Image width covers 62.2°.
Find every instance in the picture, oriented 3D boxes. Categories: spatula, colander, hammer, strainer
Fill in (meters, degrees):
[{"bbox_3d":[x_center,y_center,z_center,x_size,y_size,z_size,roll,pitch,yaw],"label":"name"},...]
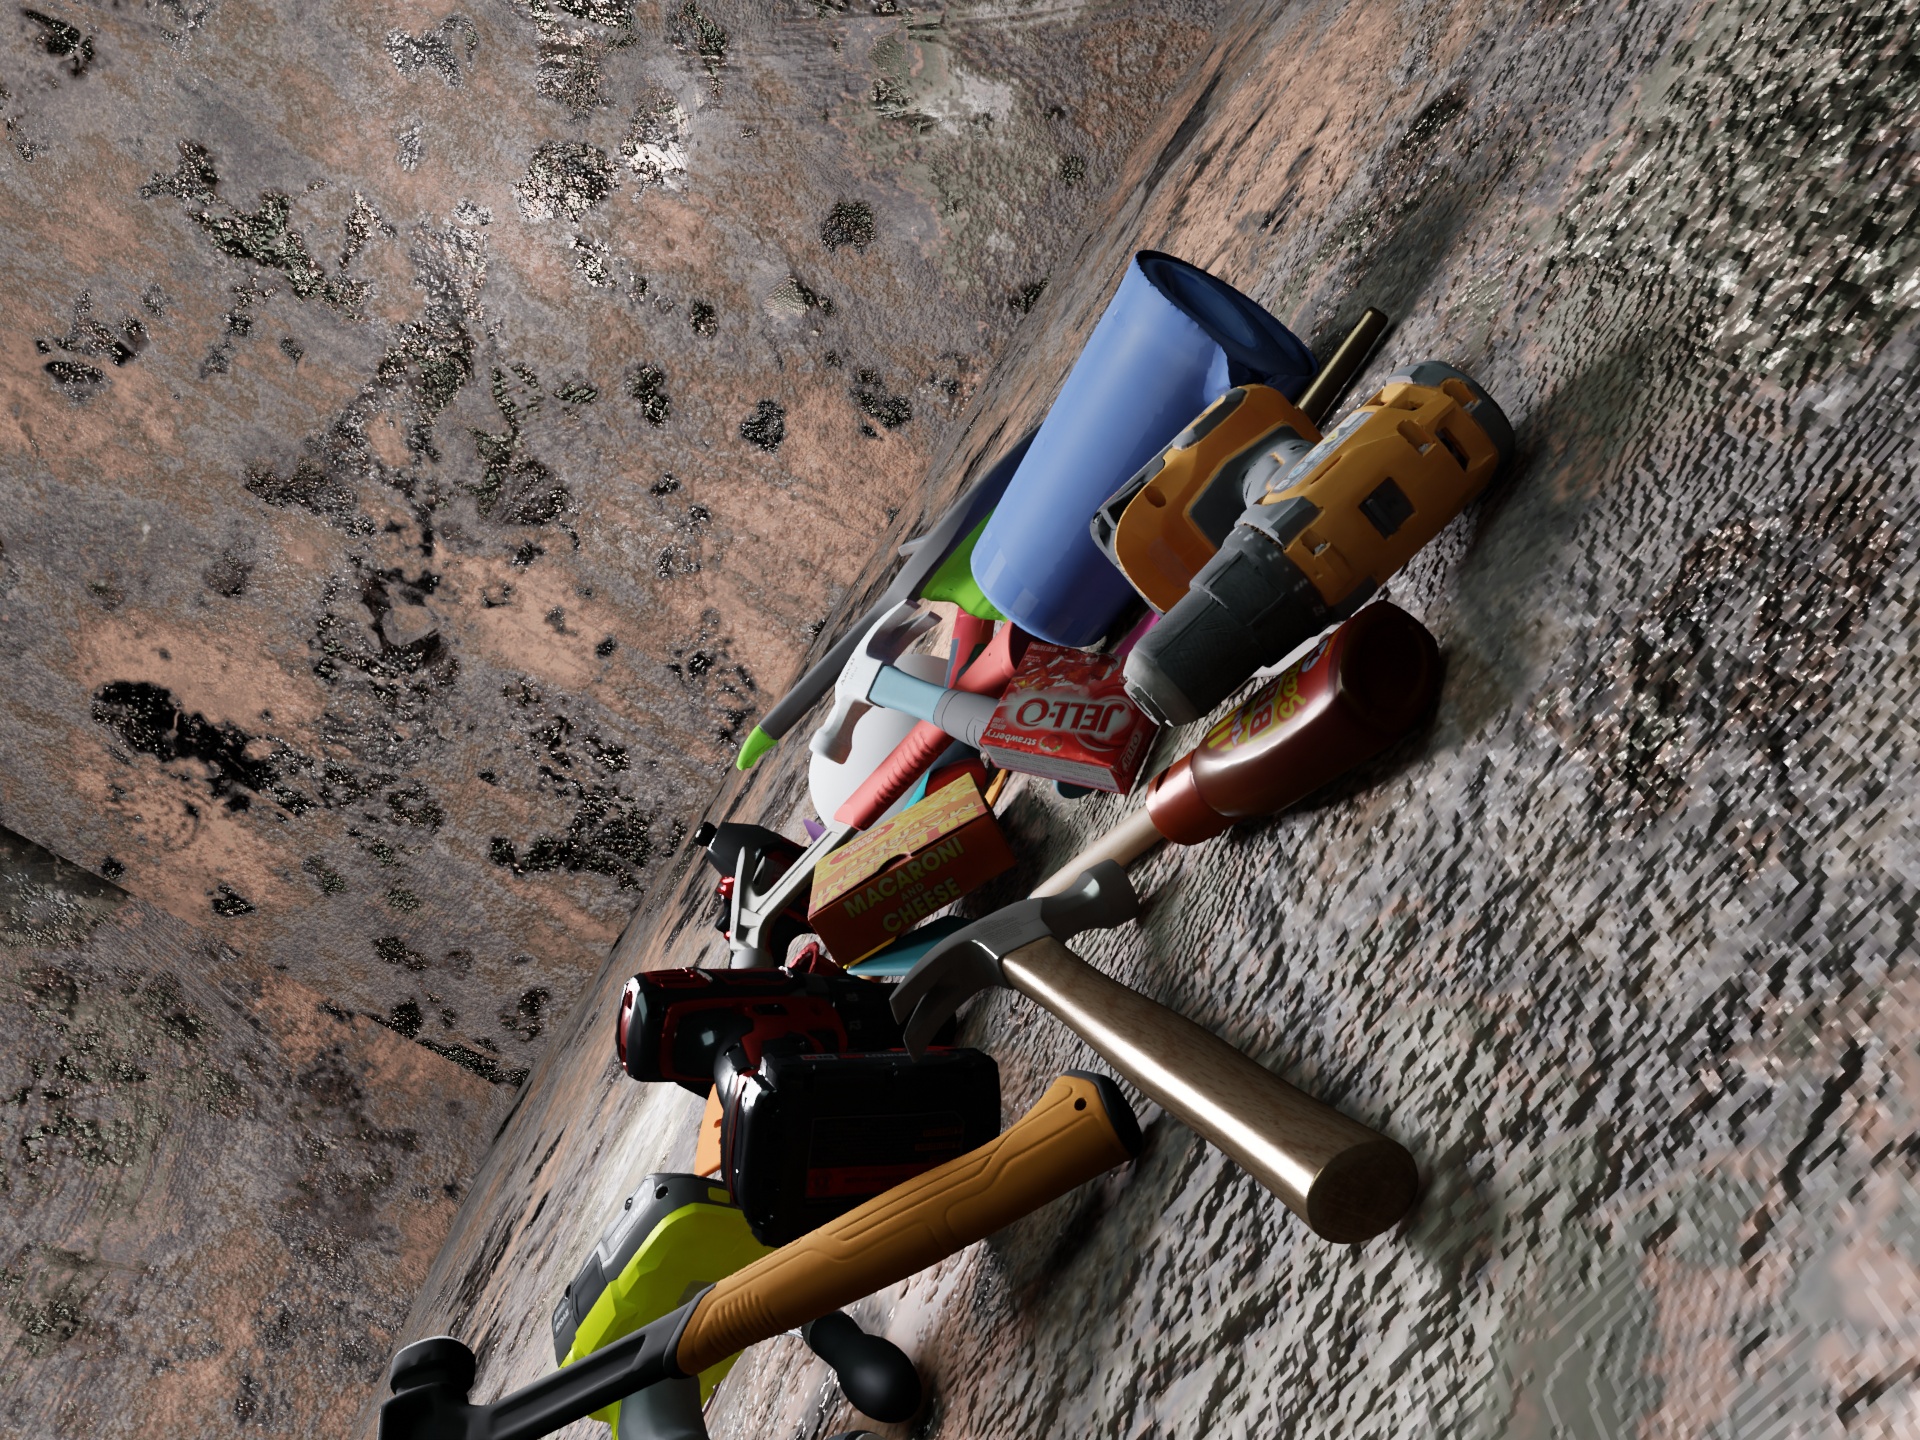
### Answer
[{"bbox_3d":[-0.120,0.236,1.107,0.322,0.041,0.081,125,158,-49],"label":"spatula"},{"bbox_3d":[-0.009,-0.081,1.228,0.397,0.094,0.204,-45,-1,4],"label":"colander"},{"bbox_3d":[-0.006,-0.056,1.308,0.143,0.038,0.387,-13,34,17],"label":"hammer"},{"bbox_3d":[0.048,0.077,0.826,0.082,0.044,0.317,-24,-13,-41],"label":"spatula"},{"bbox_3d":[0.062,0.117,0.592,0.130,0.031,0.331,-24,11,-13],"label":"hammer"},{"bbox_3d":[-0.080,0.233,0.618,0.337,0.034,0.127,-29,34,5],"label":"hammer"},{"bbox_3d":[-0.095,0.032,1.450,0.211,0.095,0.340,-63,13,-23],"label":"strainer"},{"bbox_3d":[-0.126,0.120,1.444,0.018,0.060,0.316,-49,0,-13],"label":"spatula"},{"bbox_3d":[-0.002,-0.003,1.039,0.331,0.033,0.128,21,85,60],"label":"hammer"},{"bbox_3d":[-0.060,0.047,1.169,0.359,0.036,0.149,-47,27,27],"label":"hammer"}]

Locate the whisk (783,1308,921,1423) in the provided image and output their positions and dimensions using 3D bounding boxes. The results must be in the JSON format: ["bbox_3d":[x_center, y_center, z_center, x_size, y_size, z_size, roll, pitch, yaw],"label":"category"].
[{"bbox_3d":[-0.075,0.289,0.780,0.070,0.070,0.284,-62,16,-15],"label":"whisk"}]

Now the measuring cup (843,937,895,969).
[{"bbox_3d":[-0.075,0.197,1.128,0.062,0.029,0.157,137,150,-63],"label":"measuring cup"}]

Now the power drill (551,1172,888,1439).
[{"bbox_3d":[-0.103,0.306,0.676,0.190,0.080,0.229,-56,31,17],"label":"power drill"}]

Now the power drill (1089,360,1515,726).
[{"bbox_3d":[0.129,-0.081,0.731,0.185,0.084,0.226,-43,14,-1],"label":"power drill"}]

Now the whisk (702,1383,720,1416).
[{"bbox_3d":[-0.134,0.330,0.960,0.245,0.047,0.051,-60,9,-25],"label":"whisk"}]

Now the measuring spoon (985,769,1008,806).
[{"bbox_3d":[0.003,0.080,1.110,0.117,0.011,0.021,-60,11,-9],"label":"measuring spoon"}]

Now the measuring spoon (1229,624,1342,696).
[{"bbox_3d":[0.147,-0.034,0.759,0.034,0.018,0.124,-61,12,-14],"label":"measuring spoon"}]

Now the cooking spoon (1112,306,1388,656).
[{"bbox_3d":[0.150,-0.106,0.944,0.319,0.017,0.069,-55,12,20],"label":"cooking spoon"}]

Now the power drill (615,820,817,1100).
[{"bbox_3d":[-0.195,0.196,1.337,0.220,0.143,0.078,-62,9,-7],"label":"power drill"}]

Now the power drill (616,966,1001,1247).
[{"bbox_3d":[-0.058,0.175,0.792,0.227,0.187,0.080,-164,79,-65],"label":"power drill"}]
